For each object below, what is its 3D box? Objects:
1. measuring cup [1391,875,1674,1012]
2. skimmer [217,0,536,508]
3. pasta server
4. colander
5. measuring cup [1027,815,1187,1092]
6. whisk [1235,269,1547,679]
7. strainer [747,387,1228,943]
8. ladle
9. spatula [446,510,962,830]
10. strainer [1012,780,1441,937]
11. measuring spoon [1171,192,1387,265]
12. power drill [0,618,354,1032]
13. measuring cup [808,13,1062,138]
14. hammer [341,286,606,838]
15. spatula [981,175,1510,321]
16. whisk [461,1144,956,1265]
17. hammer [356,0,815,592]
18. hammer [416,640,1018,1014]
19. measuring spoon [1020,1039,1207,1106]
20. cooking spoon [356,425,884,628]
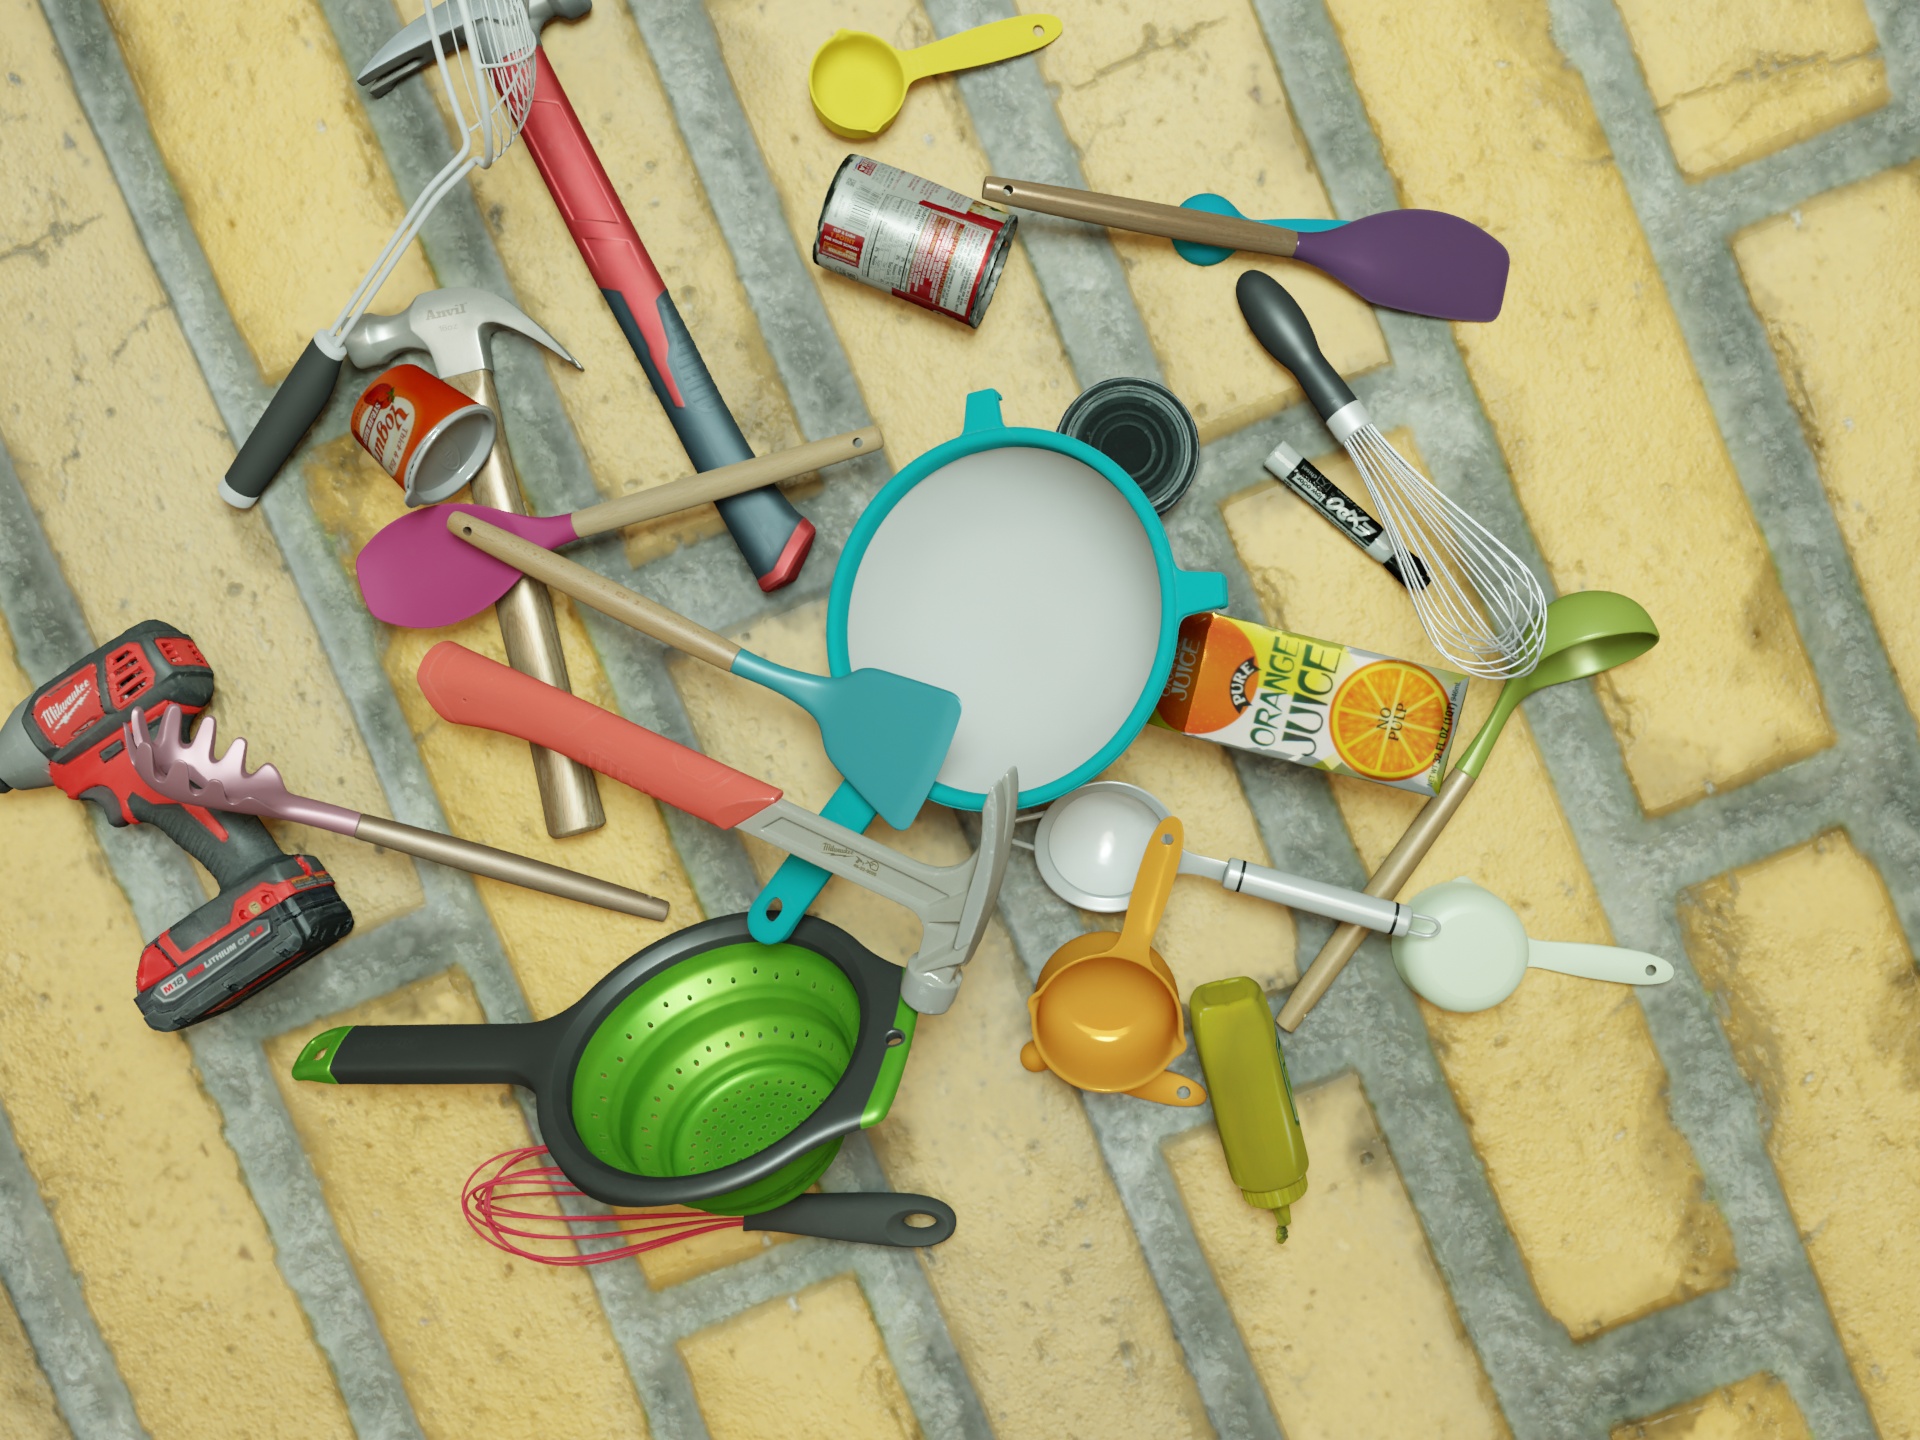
[{"bbox_3d":[0.343,0.141,0.941,0.167,0.038,0.083,7,93,3],"label":"measuring cup"},{"bbox_3d":[-0.341,-0.262,0.867,0.363,0.090,0.127,-46,53,22],"label":"skimmer"},{"bbox_3d":[-0.319,0.062,0.920,0.316,0.060,0.040,19,109,-17],"label":"pasta server"},{"bbox_3d":[-0.206,0.218,0.934,0.397,0.205,0.094,-4,128,17],"label":"colander"},{"bbox_3d":[0.098,0.129,0.929,0.095,0.052,0.173,16,104,0],"label":"measuring cup"},{"bbox_3d":[0.241,-0.144,0.907,0.070,0.070,0.285,-33,80,3],"label":"whisk"},{"bbox_3d":[-0.001,-0.003,0.916,0.211,0.095,0.340,43,105,23],"label":"strainer"},{"bbox_3d":[0.290,0.059,0.932,0.062,0.078,0.320,38,99,31],"label":"ladle"},{"bbox_3d":[-0.150,-0.045,0.886,0.317,0.044,0.082,26,104,5],"label":"spatula"},{"bbox_3d":[0.152,0.088,0.931,0.258,0.050,0.086,15,114,7],"label":"strainer"},{"bbox_3d":[0.188,-0.287,0.930,0.128,0.021,0.042,4,93,3],"label":"measuring spoon"},{"bbox_3d":[-0.476,0.065,0.944,0.143,0.078,0.219,-32,89,2],"label":"power drill"},{"bbox_3d":[-0.015,-0.384,0.935,0.156,0.029,0.062,-19,93,-9],"label":"measuring cup"},{"bbox_3d":[-0.265,-0.094,0.950,0.130,0.031,0.331,-13,93,3],"label":"hammer"},{"bbox_3d":[0.168,-0.281,0.915,0.316,0.018,0.060,7,97,-8],"label":"spatula"},{"bbox_3d":[-0.149,0.295,0.958,0.296,0.073,0.073,5,93,-5],"label":"whisk"},{"bbox_3d":[-0.205,-0.246,0.936,0.143,0.038,0.386,-27,92,4],"label":"hammer"},{"bbox_3d":[-0.144,0.027,0.876,0.359,0.037,0.149,23,118,15],"label":"hammer"},{"bbox_3d":[0.093,0.216,0.966,0.117,0.011,0.021,14,94,1],"label":"measuring spoon"},{"bbox_3d":[-0.197,-0.119,0.917,0.319,0.017,0.069,-15,94,5],"label":"cooking spoon"}]
